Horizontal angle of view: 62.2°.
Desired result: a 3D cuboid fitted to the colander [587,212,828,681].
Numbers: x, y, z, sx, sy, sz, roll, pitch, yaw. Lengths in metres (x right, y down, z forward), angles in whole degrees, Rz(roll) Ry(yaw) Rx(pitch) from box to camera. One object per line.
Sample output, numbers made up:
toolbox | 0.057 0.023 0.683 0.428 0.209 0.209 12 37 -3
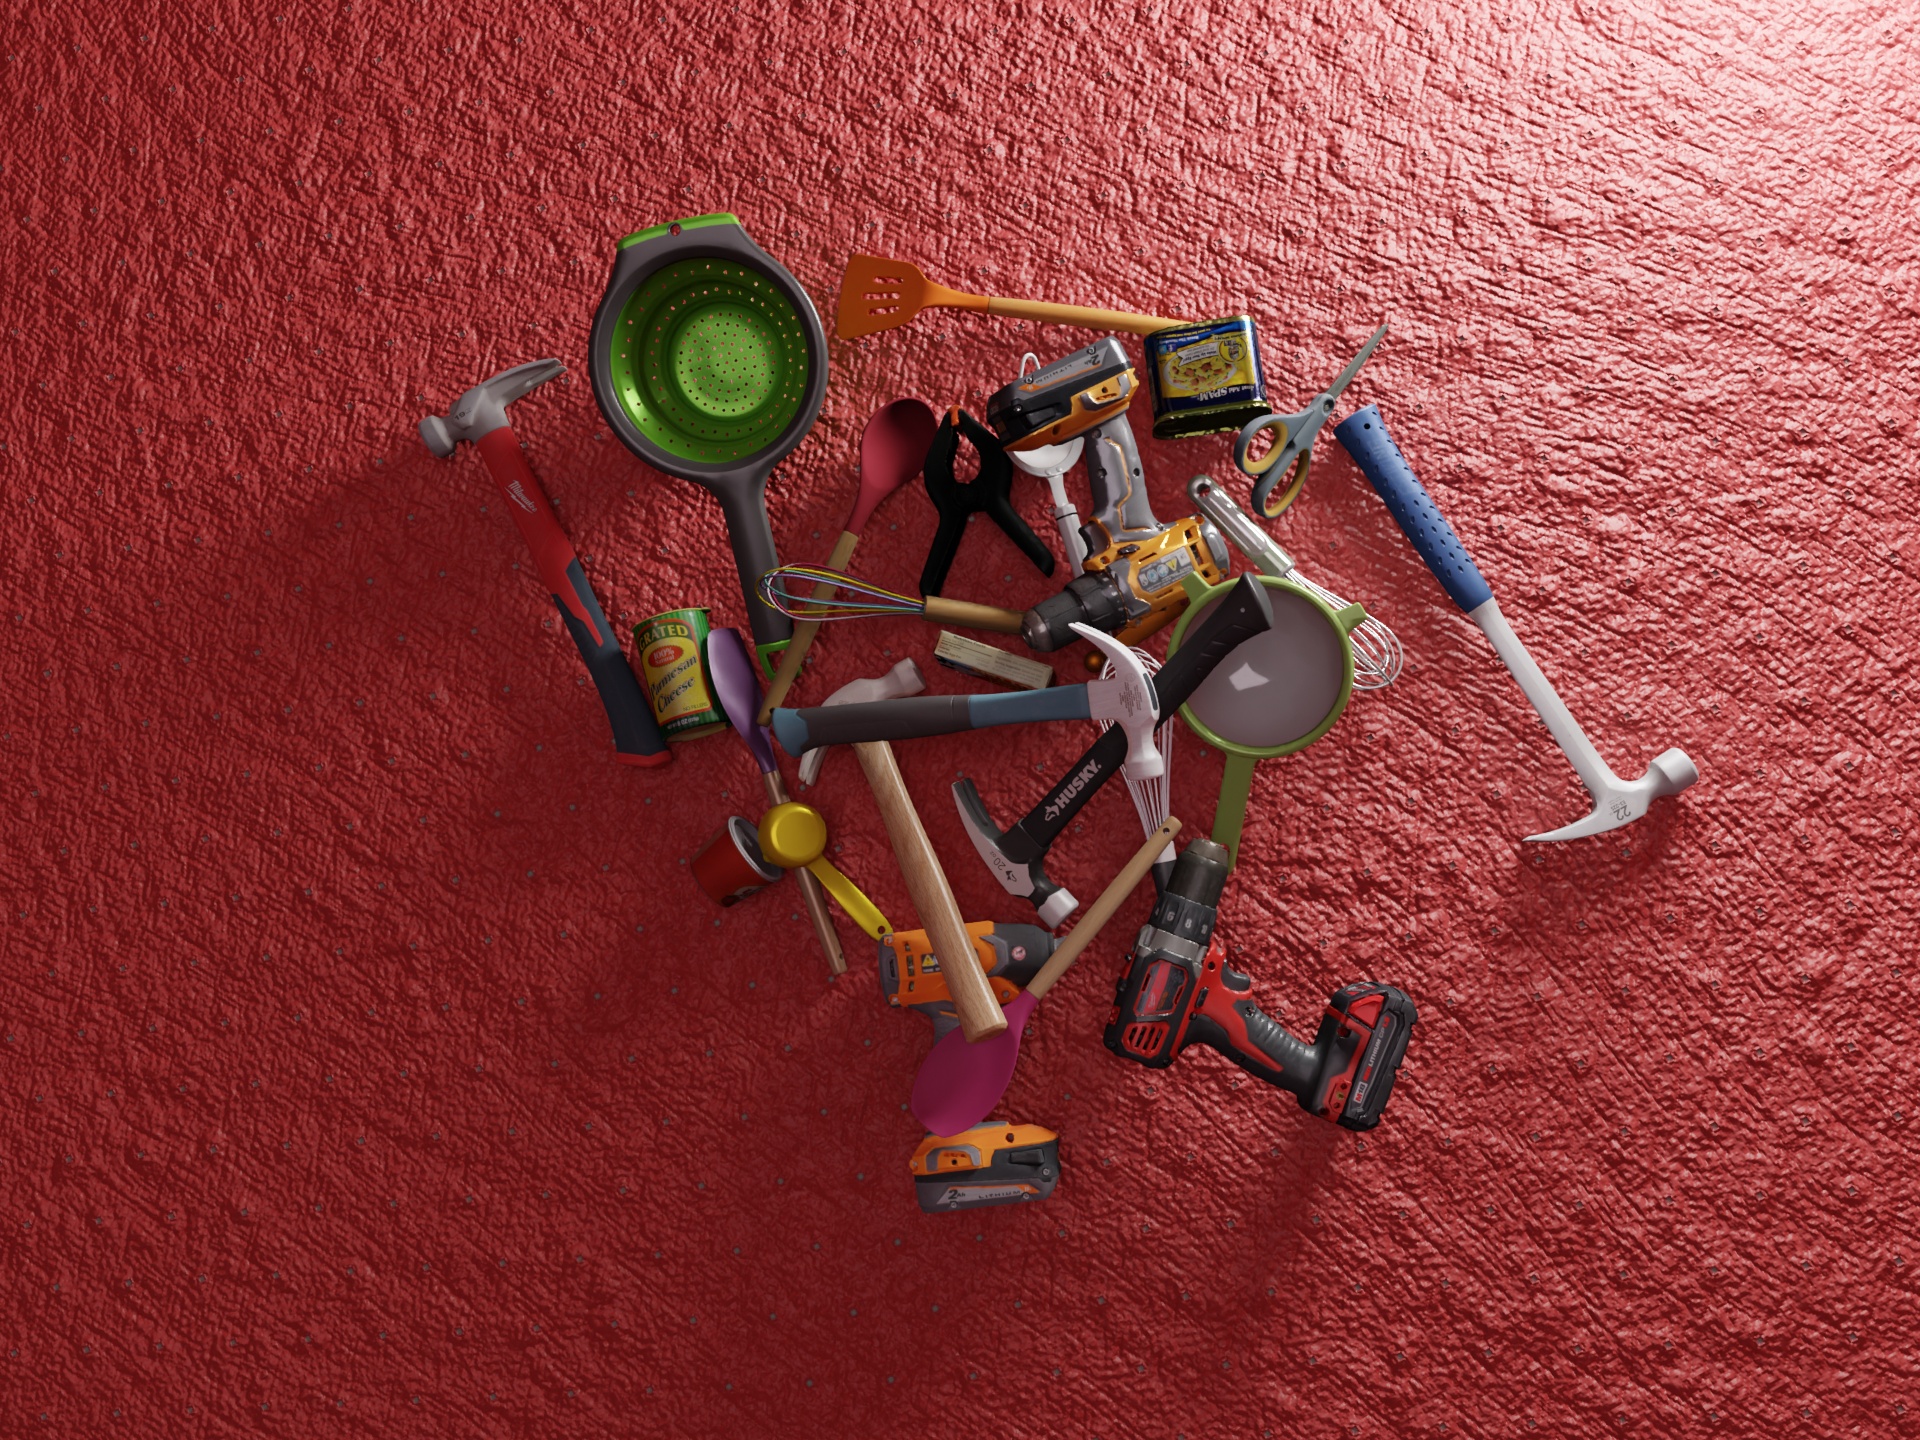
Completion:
colander | -0.194 -0.233 1.398 0.204 0.094 0.397 -11 101 5

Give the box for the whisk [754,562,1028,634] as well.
whisk | -0.054 -0.098 1.357 0.245 0.051 0.047 8 110 -11

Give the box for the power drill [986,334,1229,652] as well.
power drill | 0.100 -0.180 1.320 0.185 0.084 0.226 -27 97 -11

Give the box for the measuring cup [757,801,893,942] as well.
measuring cup | -0.108 0.133 1.351 0.156 0.029 0.062 47 71 -7

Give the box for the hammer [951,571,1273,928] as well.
hammer | 0.129 0.009 1.290 0.146 0.035 0.334 46 114 12

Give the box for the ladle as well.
ladle | -0.105 -0.138 1.381 0.069 0.031 0.315 28 83 -30

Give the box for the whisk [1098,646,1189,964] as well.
whisk | 0.162 0.079 1.334 0.070 0.070 0.284 -10 88 6

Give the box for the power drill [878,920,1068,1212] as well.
power drill | 0.025 0.280 1.316 0.164 0.084 0.226 -9 80 5

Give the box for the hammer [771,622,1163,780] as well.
hammer | -0.002 -0.004 1.299 0.331 0.033 0.128 -5 93 21

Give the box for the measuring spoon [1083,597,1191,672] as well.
measuring spoon | 0.156 -0.078 1.362 0.117 0.011 0.021 -35 106 -2

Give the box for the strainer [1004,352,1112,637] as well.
strainer | 0.086 -0.186 1.374 0.087 0.050 0.258 -16 88 -28

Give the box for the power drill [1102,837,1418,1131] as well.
power drill | 0.245 0.214 1.280 0.226 0.080 0.188 21 87 1

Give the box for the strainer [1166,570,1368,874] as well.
strainer | 0.242 0.003 1.328 0.151 0.069 0.256 12 105 14

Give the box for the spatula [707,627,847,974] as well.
spatula | -0.157 0.069 1.374 0.018 0.059 0.316 -21 88 31

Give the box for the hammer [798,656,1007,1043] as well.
hammer | -0.040 0.112 1.320 0.130 0.031 0.332 -27 65 9

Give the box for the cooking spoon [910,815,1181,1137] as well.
cooking spoon | 0.075 0.202 1.281 0.069 0.017 0.319 38 82 22

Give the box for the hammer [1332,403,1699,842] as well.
hammer | 0.434 -0.084 1.323 0.144 0.035 0.405 -32 82 3

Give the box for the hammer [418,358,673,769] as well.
hammer | -0.341 -0.135 1.421 0.143 0.038 0.386 -29 82 2

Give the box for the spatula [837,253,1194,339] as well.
spatula | 0.050 -0.361 1.406 0.322 0.041 0.081 8 85 4

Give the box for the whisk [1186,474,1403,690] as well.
whisk | 0.278 -0.119 1.341 0.058 0.059 0.246 -44 76 9
